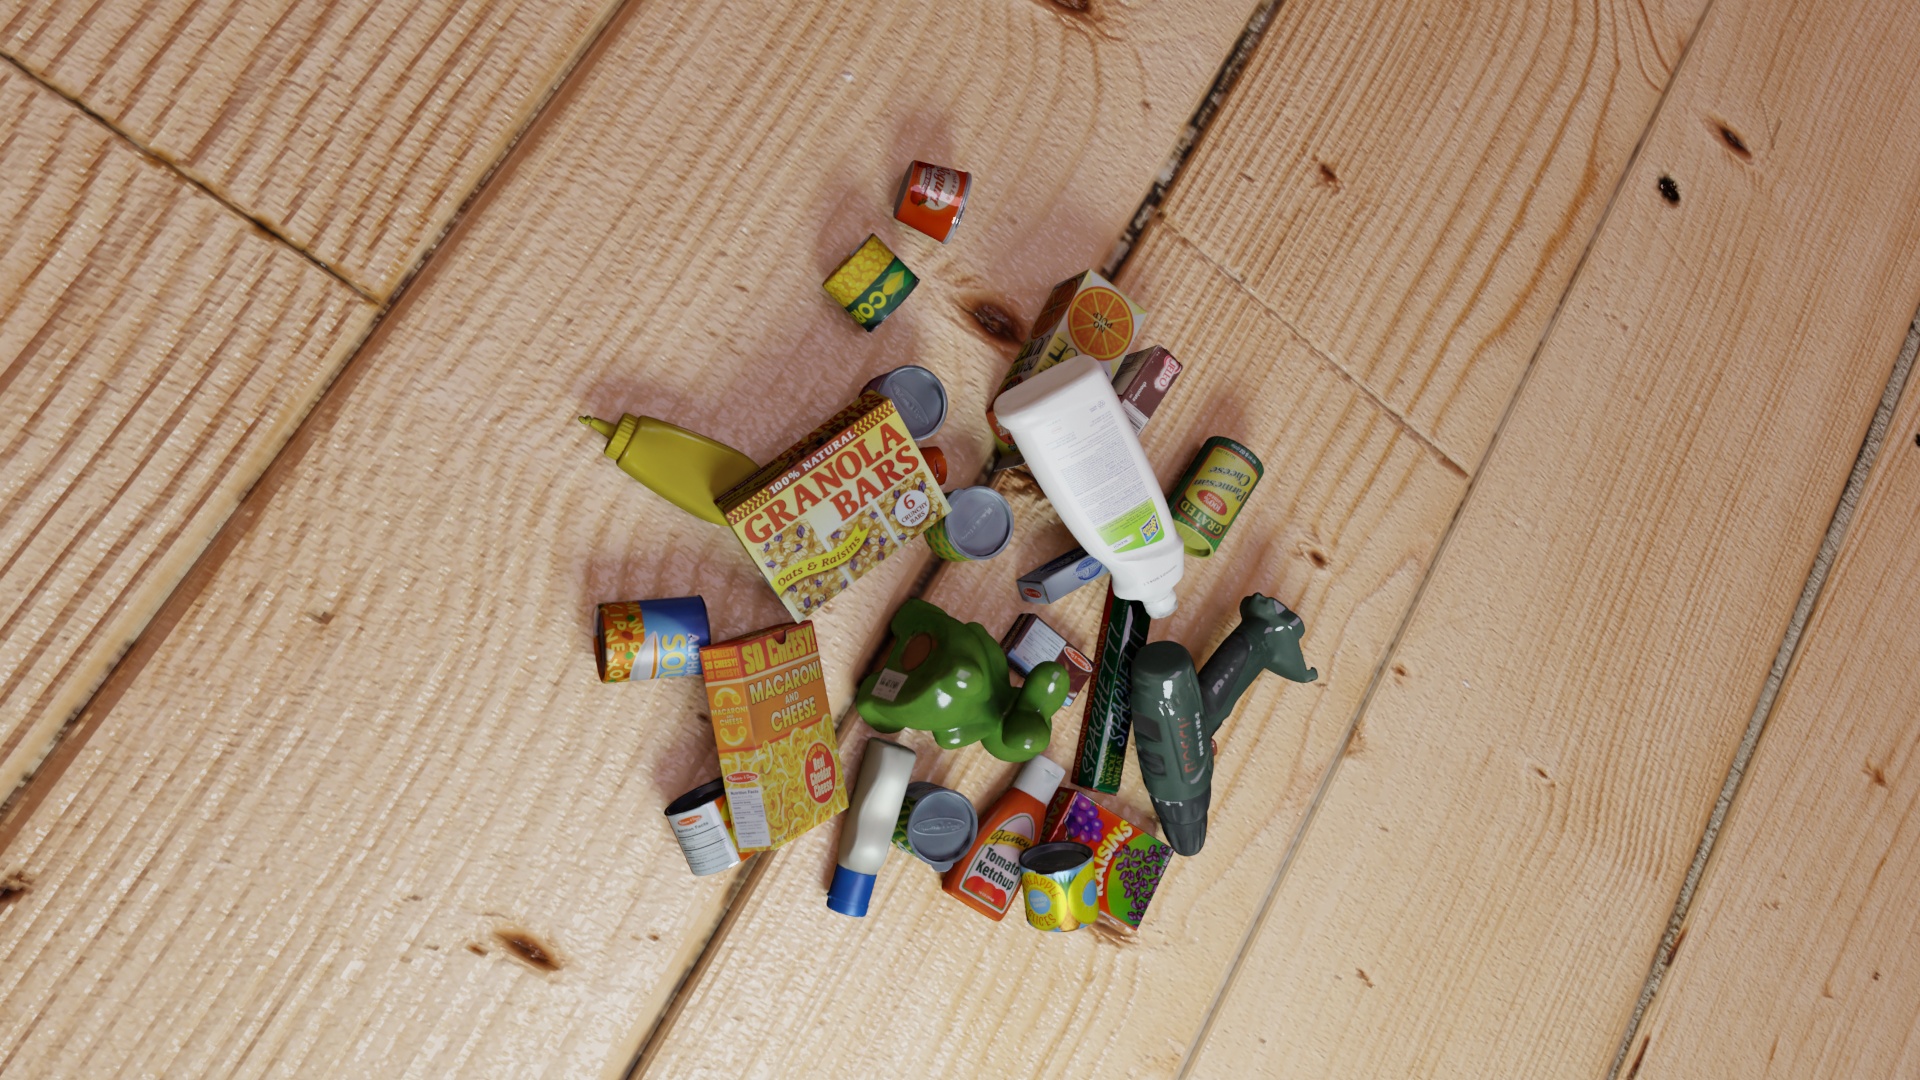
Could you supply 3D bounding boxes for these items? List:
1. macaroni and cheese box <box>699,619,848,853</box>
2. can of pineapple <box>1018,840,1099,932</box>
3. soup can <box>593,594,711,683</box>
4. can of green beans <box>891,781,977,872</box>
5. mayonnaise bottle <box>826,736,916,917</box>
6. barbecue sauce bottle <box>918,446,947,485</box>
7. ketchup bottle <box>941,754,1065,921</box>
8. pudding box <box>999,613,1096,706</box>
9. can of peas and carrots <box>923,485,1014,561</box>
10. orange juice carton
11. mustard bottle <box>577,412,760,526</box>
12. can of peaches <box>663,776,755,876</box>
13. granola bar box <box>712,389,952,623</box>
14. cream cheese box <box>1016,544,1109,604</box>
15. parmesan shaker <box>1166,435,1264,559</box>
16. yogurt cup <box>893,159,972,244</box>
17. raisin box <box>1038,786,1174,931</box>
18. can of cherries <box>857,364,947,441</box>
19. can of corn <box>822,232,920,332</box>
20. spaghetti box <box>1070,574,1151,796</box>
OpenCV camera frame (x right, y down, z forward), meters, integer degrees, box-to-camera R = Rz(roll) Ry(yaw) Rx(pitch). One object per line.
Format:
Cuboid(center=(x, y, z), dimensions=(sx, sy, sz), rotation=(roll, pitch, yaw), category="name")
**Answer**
Cuboid(center=(-0.150, 0.157, 1.143), dimensions=(0.124, 0.040, 0.166), rotation=(-15, 95, -66), category="macaroni and cheese box")
Cuboid(center=(0.086, 0.304, 1.218), dimensions=(0.071, 0.071, 0.057), rotation=(-11, 100, -23), category="can of pineapple")
Cuboid(center=(-0.250, 0.082, 1.125), dimensions=(0.084, 0.071, 0.071), rotation=(-4, 89, -23), category="soup can")
Cuboid(center=(-0.027, 0.247, 1.219), dimensions=(0.071, 0.057, 0.071), rotation=(1, 87, -23), category="can of green beans")
Cuboid(center=(-0.078, 0.247, 1.197), dimensions=(0.041, 0.064, 0.148), rotation=(17, 85, -17), category="mayonnaise bottle")
Cuboid(center=(-0.086, -0.054, 1.217), dimensions=(0.149, 0.043, 0.064), rotation=(-12, 100, -24), category="barbecue sauce bottle")
Cuboid(center=(0.044, 0.265, 1.257), dimensions=(0.064, 0.043, 0.149), rotation=(35, 74, -15), category="ketchup bottle")
Cuboid(center=(0.079, 0.111, 1.286), dimensions=(0.083, 0.030, 0.050), rotation=(40, 72, -17), category="pudding box")
Cuboid(center=(0.004, -0.016, 1.245), dimensions=(0.071, 0.058, 0.071), rotation=(1, 86, -23), category="can of peas and carrots")
Cuboid(center=(0.088, -0.147, 1.281), dimensions=(0.073, 0.071, 0.193), rotation=(33, 75, -18), category="orange juice carton")
Cuboid(center=(-0.241, -0.067, 1.148), dimensions=(0.160, 0.049, 0.065), rotation=(28, 80, -19), category="mustard bottle")
Cuboid(center=(-0.200, 0.234, 1.142), dimensions=(0.071, 0.071, 0.058), rotation=(-25, 98, -22), category="can of peaches")
Cuboid(center=(-0.105, -0.029, 1.164), dimensions=(0.166, 0.039, 0.123), rotation=(-37, 122, -12), category="granola bar box")
Cuboid(center=(0.107, 0.026, 1.291), dimensions=(0.104, 0.053, 0.024), rotation=(-27, 103, -22), category="cream cheese box")
Cuboid(center=(0.239, -0.044, 1.345), dimensions=(0.071, 0.071, 0.103), rotation=(40, 73, -17), category="parmesan shaker")
Cuboid(center=(-0.026, -0.306, 1.245), dimensions=(0.054, 0.072, 0.072), rotation=(17, 81, -14), category="yogurt cup")
Cuboid(center=(0.127, 0.296, 1.293), dimensions=(0.123, 0.040, 0.086), rotation=(34, 76, -18), category="raisin box")
Cuboid(center=(-0.055, -0.117, 1.226), dimensions=(0.071, 0.058, 0.071), rotation=(1, 88, -24), category="can of cherries")
Cuboid(center=(-0.080, -0.224, 1.215), dimensions=(0.058, 0.071, 0.071), rotation=(44, 72, -15), category="can of corn")
Cuboid(center=(0.149, 0.113, 1.306), dimensions=(0.029, 0.050, 0.250), rotation=(15, 82, -20), category="spaghetti box")
